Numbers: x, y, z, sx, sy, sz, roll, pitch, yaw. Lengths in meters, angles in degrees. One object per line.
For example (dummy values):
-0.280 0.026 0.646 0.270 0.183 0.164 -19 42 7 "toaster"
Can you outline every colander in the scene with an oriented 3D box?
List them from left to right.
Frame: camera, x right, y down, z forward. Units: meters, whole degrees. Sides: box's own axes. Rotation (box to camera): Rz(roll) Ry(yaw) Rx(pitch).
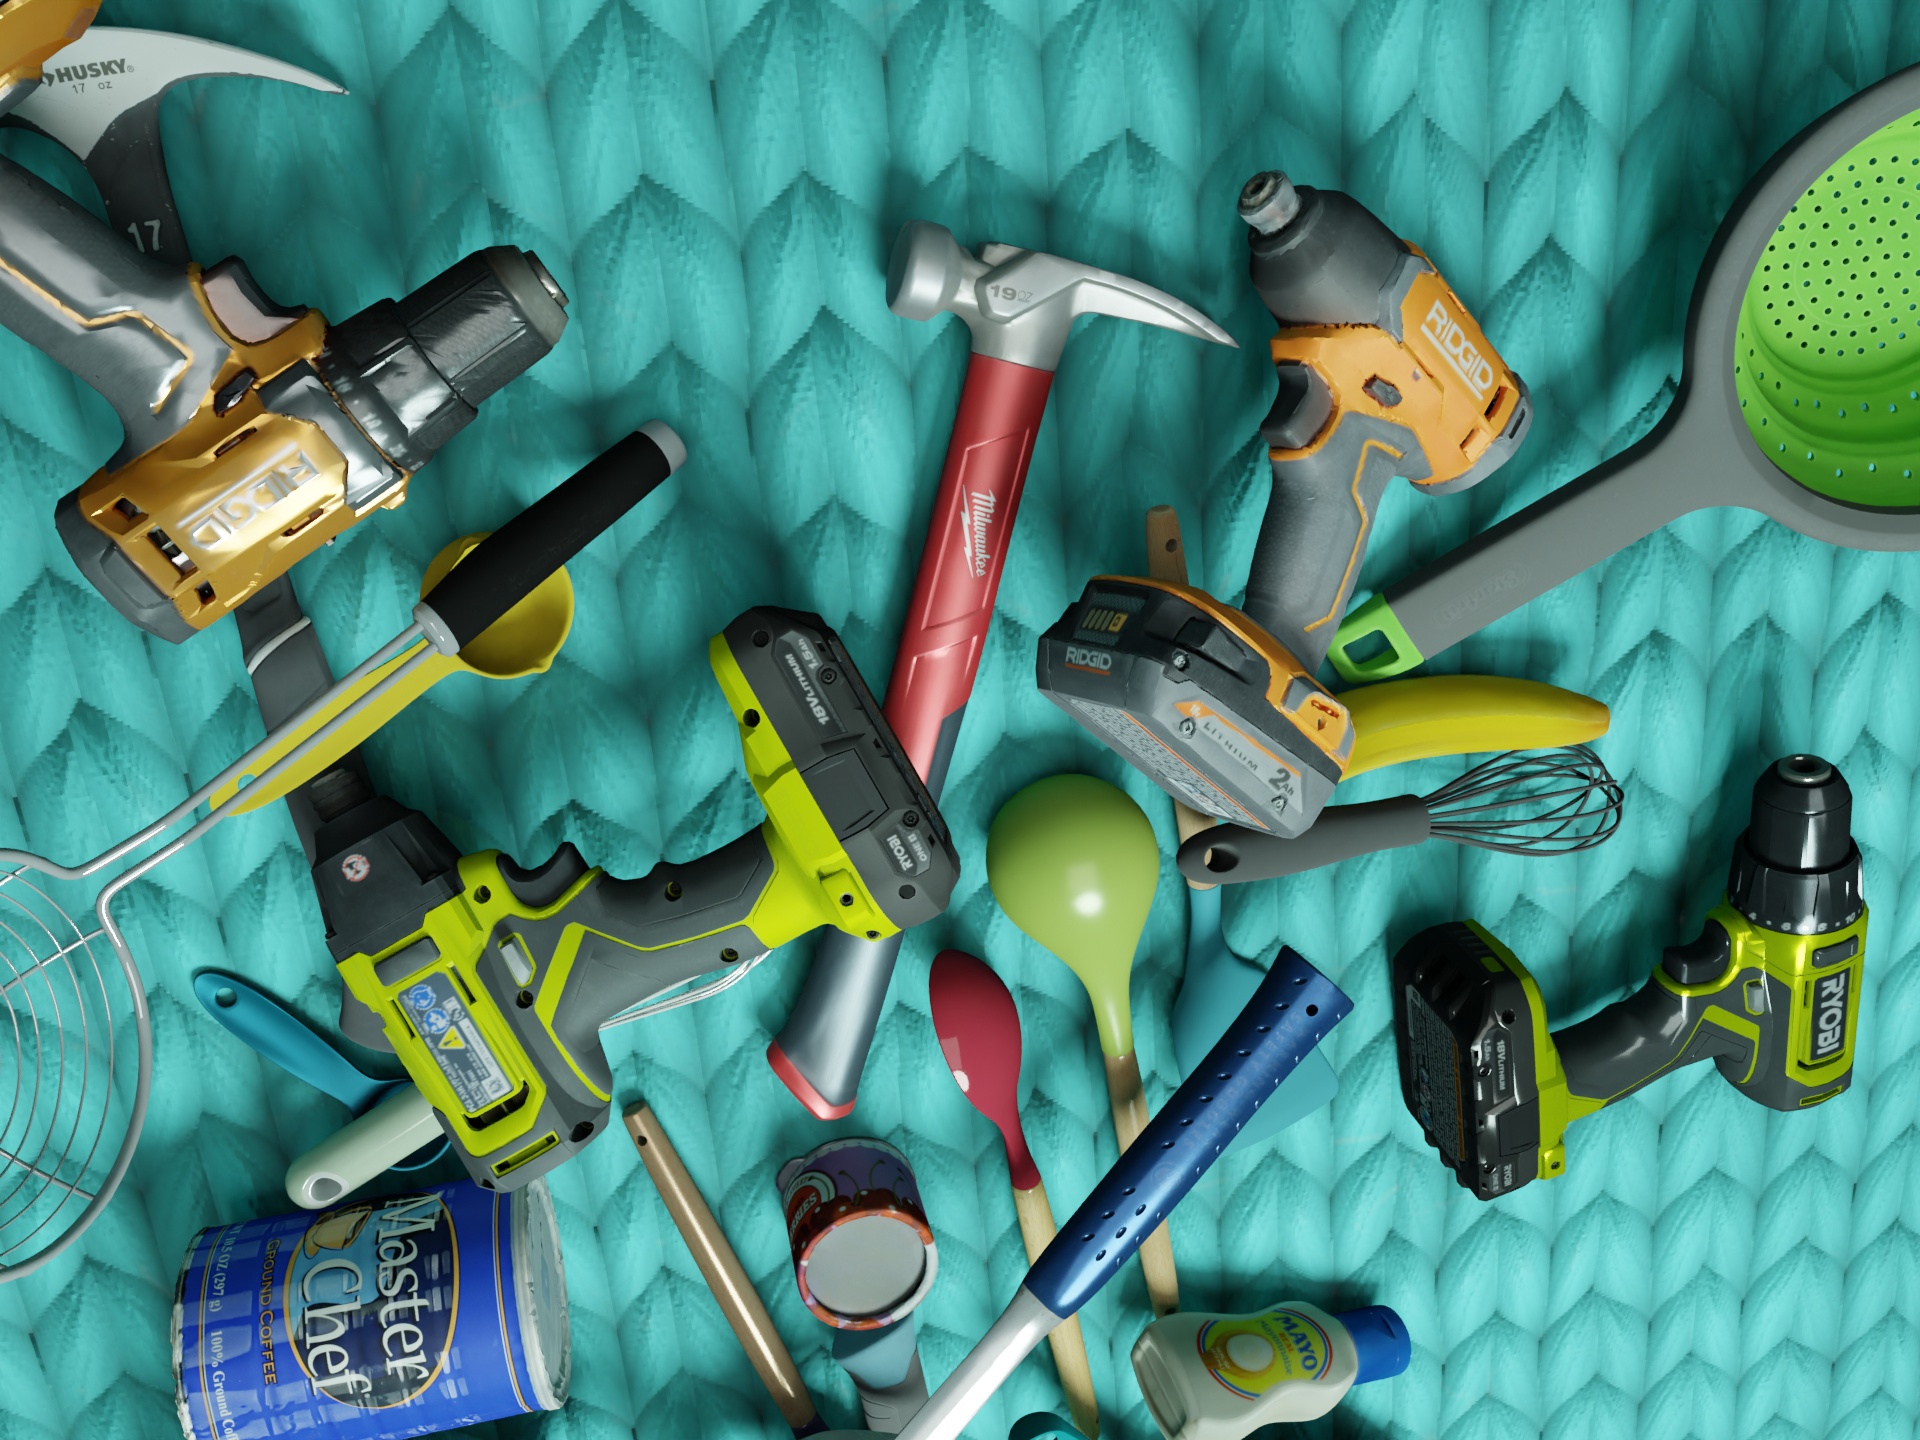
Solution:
0.331 -0.141 0.688 0.397 0.095 0.204 -31 114 19 "colander"

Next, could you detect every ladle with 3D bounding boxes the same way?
0.035 0.242 0.770 0.031 0.069 0.315 -5 118 17 "ladle"
0.075 0.169 0.762 0.078 0.062 0.320 -18 118 -10 "ladle"

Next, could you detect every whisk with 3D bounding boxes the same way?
-0.178 0.133 0.674 0.246 0.059 0.057 -33 124 -2 "whisk"
0.203 0.048 0.718 0.239 0.055 0.055 -7 110 -20 "whisk"

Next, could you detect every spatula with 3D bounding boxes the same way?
-0.085 0.315 0.764 0.060 0.018 0.315 -21 105 14 "spatula"
0.114 0.054 0.711 0.082 0.044 0.317 -21 119 -17 "spatula"

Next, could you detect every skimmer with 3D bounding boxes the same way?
-0.207 0.018 0.535 0.363 0.090 0.127 -46 142 -25 "skimmer"

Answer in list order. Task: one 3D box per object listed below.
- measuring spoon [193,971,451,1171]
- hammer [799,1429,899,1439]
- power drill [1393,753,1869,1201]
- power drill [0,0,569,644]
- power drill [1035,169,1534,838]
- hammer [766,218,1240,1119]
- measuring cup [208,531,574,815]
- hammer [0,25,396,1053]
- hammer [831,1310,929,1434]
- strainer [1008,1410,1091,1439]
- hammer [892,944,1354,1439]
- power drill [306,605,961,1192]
-0.274 0.147 0.689 0.128 0.021 0.042 40 87 -12 "measuring spoon"
0.021 0.471 0.787 0.130 0.031 0.331 -39 104 11 "hammer"
0.333 0.126 0.771 0.228 0.080 0.190 -17 118 -8 "power drill"
-0.257 -0.160 0.514 0.185 0.084 0.226 -35 118 -1 "power drill"
0.123 -0.088 0.617 0.164 0.084 0.226 37 78 -34 "power drill"
-0.001 -0.002 0.682 0.143 0.038 0.386 10 106 -17 "hammer"
-0.217 -0.017 0.603 0.156 0.029 0.062 -40 124 -24 "measuring cup"
-0.263 -0.050 0.611 0.149 0.036 0.408 -13 111 -9 "hammer"
-0.014 0.443 0.835 0.128 0.033 0.330 -14 111 -6 "hammer"
0.137 0.457 0.810 0.211 0.095 0.340 -39 122 7 "strainer"
0.035 0.271 0.713 0.144 0.035 0.405 41 89 -7 "hammer"
-0.128 0.055 0.611 0.223 0.080 0.171 -30 94 2 "power drill"
